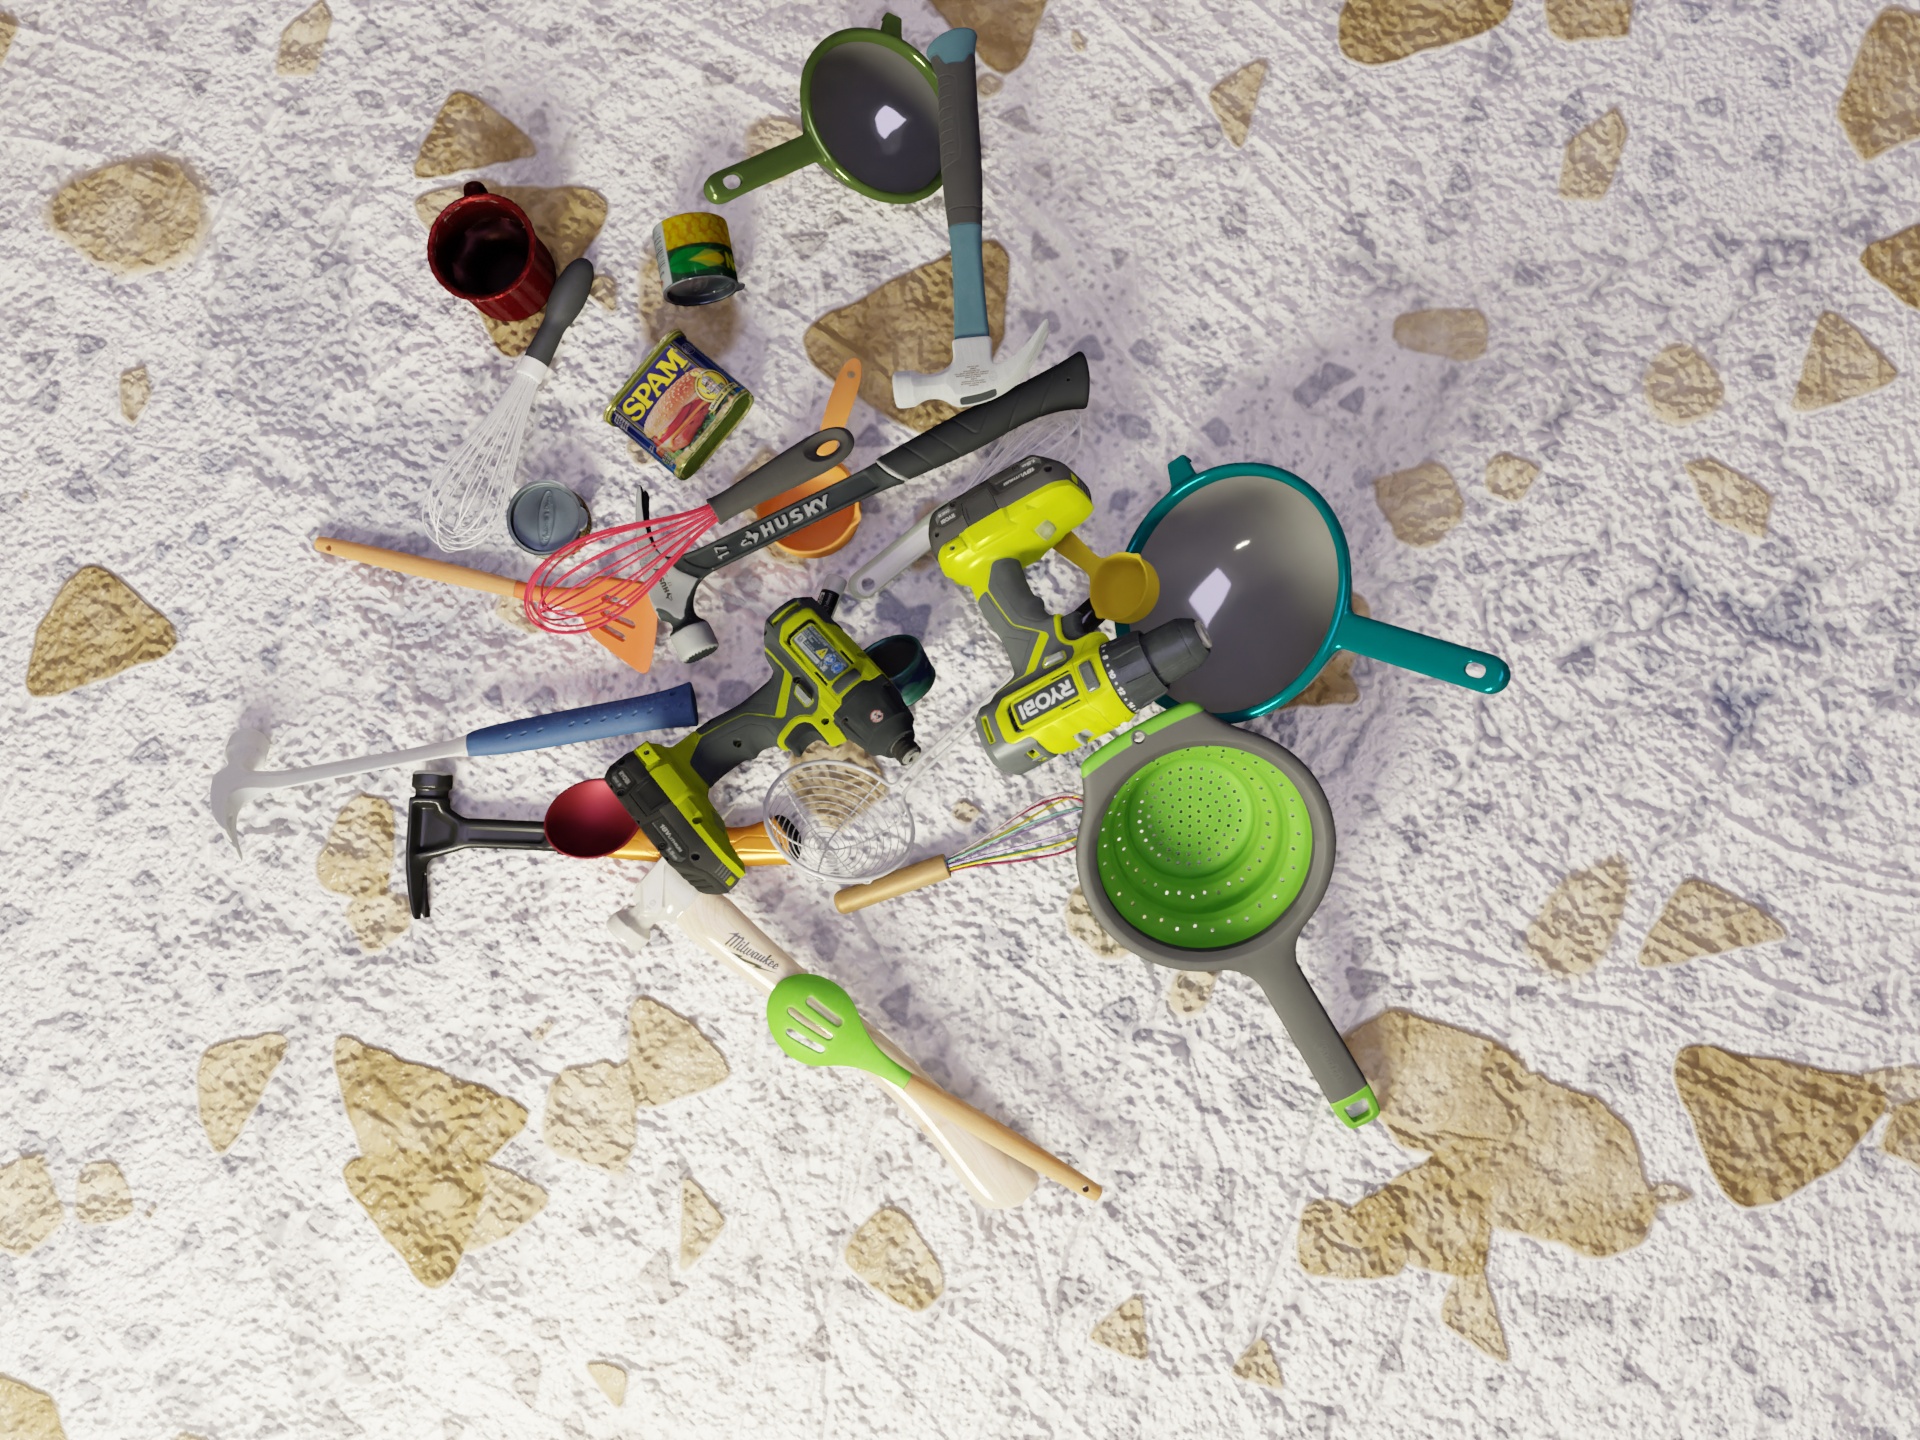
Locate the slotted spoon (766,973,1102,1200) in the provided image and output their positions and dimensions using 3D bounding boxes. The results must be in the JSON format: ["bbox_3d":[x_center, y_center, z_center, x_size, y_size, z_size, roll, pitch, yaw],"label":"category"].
[{"bbox_3d":[-0.020,0.303,1.286,0.313,0.031,0.070,32,92,-2],"label":"slotted spoon"}]

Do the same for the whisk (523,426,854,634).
[{"bbox_3d":[-0.213,-0.156,1.267,0.296,0.073,0.073,-31,85,-8],"label":"whisk"}]

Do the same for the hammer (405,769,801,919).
[{"bbox_3d":[-0.304,0.109,1.352,0.337,0.034,0.127,1,86,3],"label":"hammer"}]

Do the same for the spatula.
[{"bbox_3d":[-0.408,-0.116,1.369,0.322,0.041,0.081,13,112,6],"label":"spatula"}]

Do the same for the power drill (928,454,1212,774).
[{"bbox_3d":[0.080,-0.092,1.262,0.190,0.080,0.229,-29,64,18],"label":"power drill"}]

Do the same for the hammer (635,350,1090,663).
[{"bbox_3d":[-0.077,-0.201,1.309,0.409,0.036,0.149,-26,85,0],"label":"hammer"}]

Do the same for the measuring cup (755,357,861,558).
[{"bbox_3d":[-0.114,-0.221,1.355,0.095,0.052,0.173,18,85,3],"label":"measuring cup"}]

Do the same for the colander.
[{"bbox_3d":[0.233,0.159,1.303,0.204,0.094,0.397,-30,103,7],"label":"colander"}]

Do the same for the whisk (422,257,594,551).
[{"bbox_3d":[-0.383,-0.274,1.370,0.070,0.070,0.284,23,83,4],"label":"whisk"}]

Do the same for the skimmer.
[{"bbox_3d":[-0.002,-0.004,1.314,0.363,0.090,0.127,-42,66,-1],"label":"skimmer"}]

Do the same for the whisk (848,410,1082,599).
[{"bbox_3d":[0.003,-0.183,1.350,0.246,0.059,0.057,-38,113,4],"label":"whisk"}]

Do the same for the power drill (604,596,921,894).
[{"bbox_3d":[-0.153,0.026,1.262,0.223,0.080,0.171,-40,64,-6],"label":"power drill"}]

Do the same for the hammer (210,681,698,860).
[{"bbox_3d":[-0.424,0.027,1.336,0.405,0.144,0.035,-11,127,-3],"label":"hammer"}]

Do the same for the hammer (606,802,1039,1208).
[{"bbox_3d":[-0.092,0.247,1.314,0.410,0.038,0.146,41,91,-1],"label":"hammer"}]

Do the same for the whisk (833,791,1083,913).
[{"bbox_3d":[0.009,0.113,1.337,0.245,0.051,0.047,-20,65,6],"label":"whisk"}]

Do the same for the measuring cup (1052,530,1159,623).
[{"bbox_3d":[0.109,-0.134,1.325,0.157,0.029,0.062,46,110,39],"label":"measuring cup"}]

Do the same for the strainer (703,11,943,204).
[{"bbox_3d":[-0.118,-0.476,1.329,0.256,0.069,0.151,-35,102,-28],"label":"strainer"}]

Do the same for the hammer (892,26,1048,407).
[{"bbox_3d":[0.002,-0.418,1.312,0.128,0.033,0.331,-4,78,3],"label":"hammer"}]

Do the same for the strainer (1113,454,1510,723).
[{"bbox_3d":[0.282,-0.076,1.251,0.341,0.095,0.211,23,97,38],"label":"strainer"}]

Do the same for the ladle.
[{"bbox_3d":[-0.204,0.021,1.337,0.315,0.031,0.069,-32,76,-9],"label":"ladle"}]
